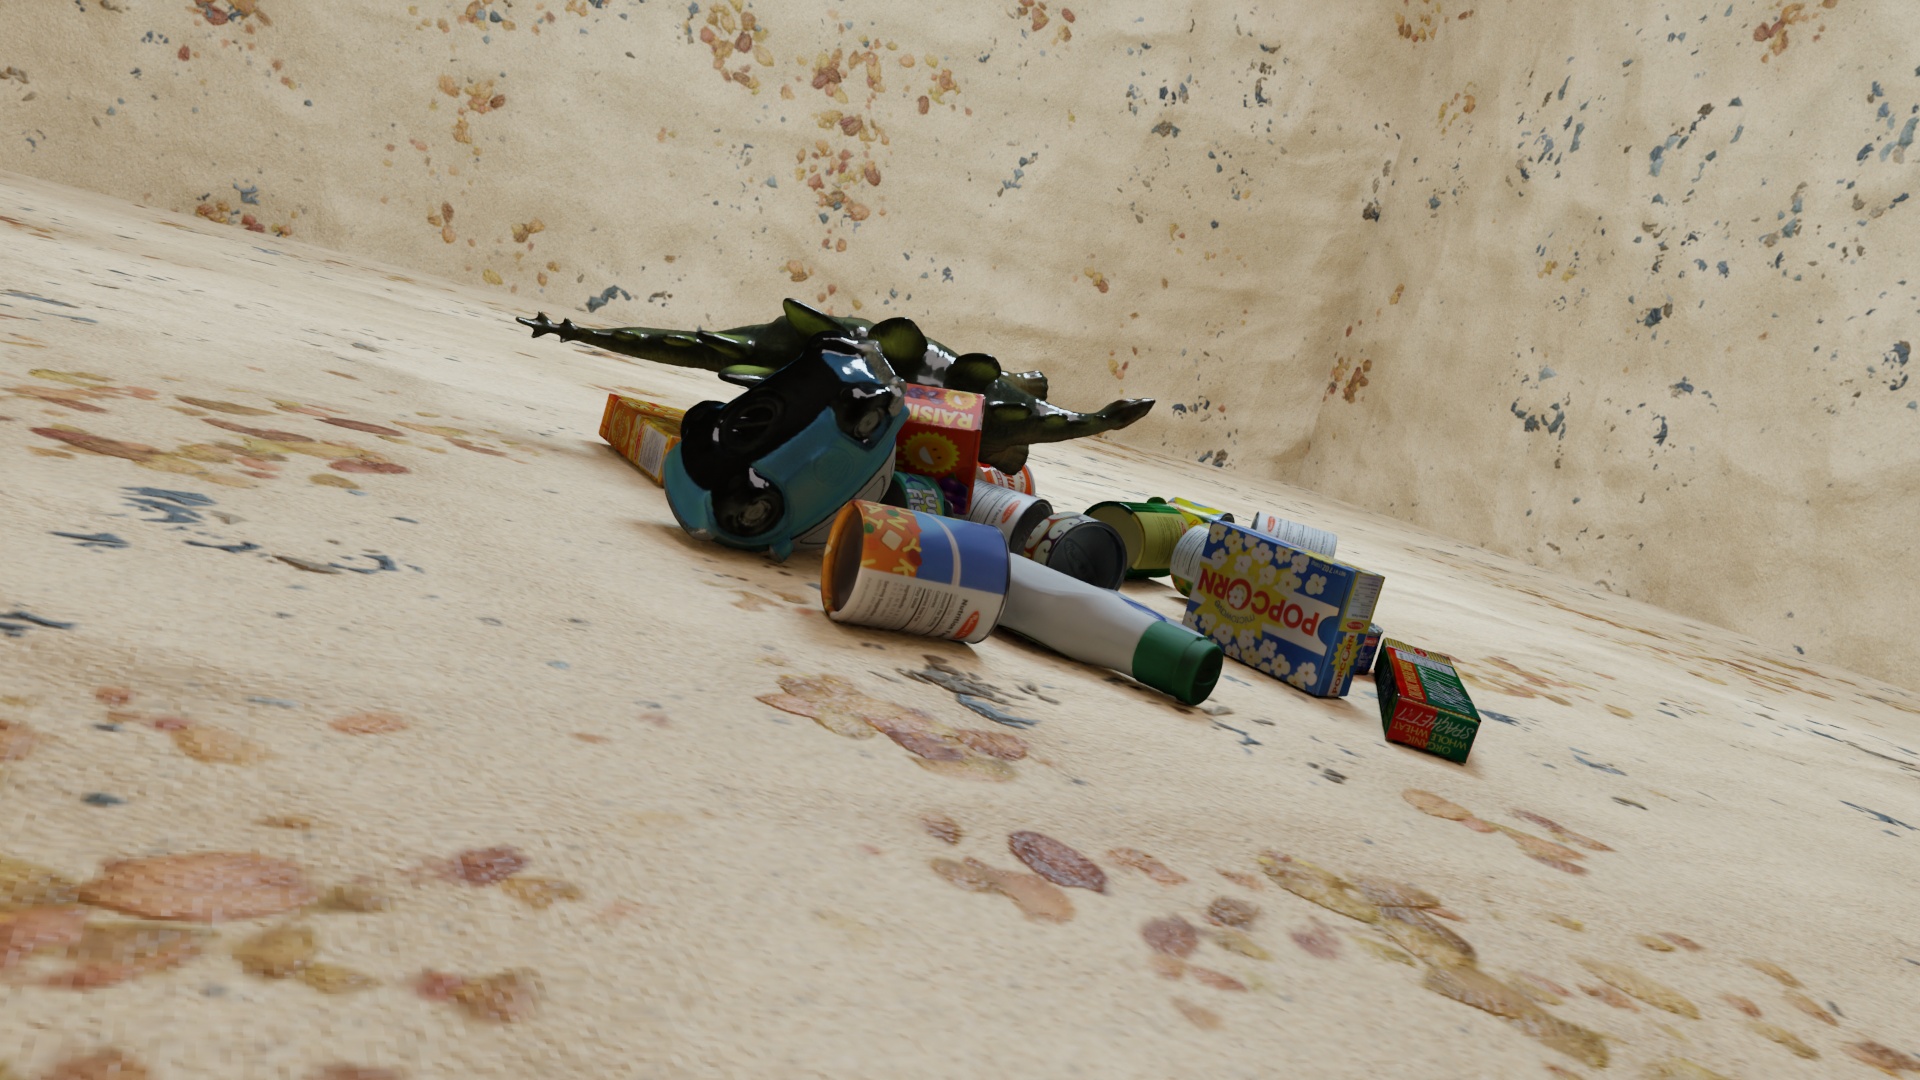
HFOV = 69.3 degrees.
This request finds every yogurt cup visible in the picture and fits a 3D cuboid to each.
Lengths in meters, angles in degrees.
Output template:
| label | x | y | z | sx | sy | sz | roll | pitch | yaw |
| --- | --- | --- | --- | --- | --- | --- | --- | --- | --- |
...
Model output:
| label | x | y | z | sx | sy | sz | roll | pitch | yaw |
| --- | --- | --- | --- | --- | --- | --- | --- | --- | --- |
| yogurt cup | 0.026 | -0.045 | 1.260 | 0.054 | 0.072 | 0.072 | -3 | 18 | -42 |

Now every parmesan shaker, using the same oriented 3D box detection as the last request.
| label | x | y | z | sx | sy | sz | roll | pitch | yaw |
| --- | --- | --- | --- | --- | --- | --- | --- | --- | --- |
| parmesan shaker | 0.145 | -0.003 | 1.168 | 0.071 | 0.071 | 0.103 | 20 | 10 | 29 |

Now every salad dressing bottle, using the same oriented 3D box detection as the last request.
| label | x | y | z | sx | sy | sz | roll | pitch | yaw |
| --- | --- | --- | --- | --- | --- | --- | --- | --- | --- |
| salad dressing bottle | 0.077 | 0.050 | 0.794 | 0.148 | 0.044 | 0.064 | 22 | 9 | 34 |

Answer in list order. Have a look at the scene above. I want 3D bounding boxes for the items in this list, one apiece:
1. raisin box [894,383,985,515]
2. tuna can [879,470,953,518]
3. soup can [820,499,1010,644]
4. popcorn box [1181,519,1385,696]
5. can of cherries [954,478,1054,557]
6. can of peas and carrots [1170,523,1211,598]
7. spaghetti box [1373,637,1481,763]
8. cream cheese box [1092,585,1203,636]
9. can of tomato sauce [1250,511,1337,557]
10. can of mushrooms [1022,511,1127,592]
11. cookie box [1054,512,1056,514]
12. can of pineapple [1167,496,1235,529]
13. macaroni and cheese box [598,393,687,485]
| label | x | y | z | sx | sy | sz | roll | pitch | yaw |
| --- | --- | --- | --- | --- | --- | --- | --- | --- | --- |
| raisin box | -0.049 | -0.066 | 0.938 | 0.123 | 0.085 | 0.040 | 9 | 49 | 1 |
| tuna can | -0.039 | -0.013 | 0.908 | 0.033 | 0.071 | 0.071 | 7 | 12 | -42 |
| soup can | -0.025 | 0.015 | 0.746 | 0.084 | 0.071 | 0.071 | 12 | 9 | -24 |
| popcorn box | 0.213 | 0.044 | 0.933 | 0.038 | 0.085 | 0.127 | 10 | 9 | -39 |
| can of cherries | 0.026 | -0.004 | 0.991 | 0.058 | 0.071 | 0.071 | 19 | 8 | 28 |
| can of peas and carrots | 0.216 | 0.025 | 1.134 | 0.071 | 0.071 | 0.059 | 10 | 9 | -36 |
| spaghetti box | 0.304 | 0.100 | 0.919 | 0.050 | 0.028 | 0.250 | 17 | 8 | 13 |
| cream cheese box | 0.103 | 0.053 | 0.885 | 0.053 | 0.024 | 0.104 | 12 | 9 | -32 |
| can of tomato sauce | 0.335 | 0.014 | 1.425 | 0.083 | 0.071 | 0.071 | 17 | 8 | 6 |
| can of mushrooms | 0.075 | 0.016 | 0.942 | 0.071 | 0.071 | 0.033 | 10 | 9 | -32 |
| cookie box | 0.004 | -0.014 | 1.093 | 0.167 | 0.040 | 0.123 | 14 | 8 | -5 |
| can of pineapple | 0.220 | -0.003 | 1.321 | 0.058 | 0.071 | 0.071 | 19 | 9 | 29 |
| macaroni and cheese box | -0.200 | -0.069 | 1.087 | 0.124 | 0.040 | 0.167 | 11 | 10 | -32 |
